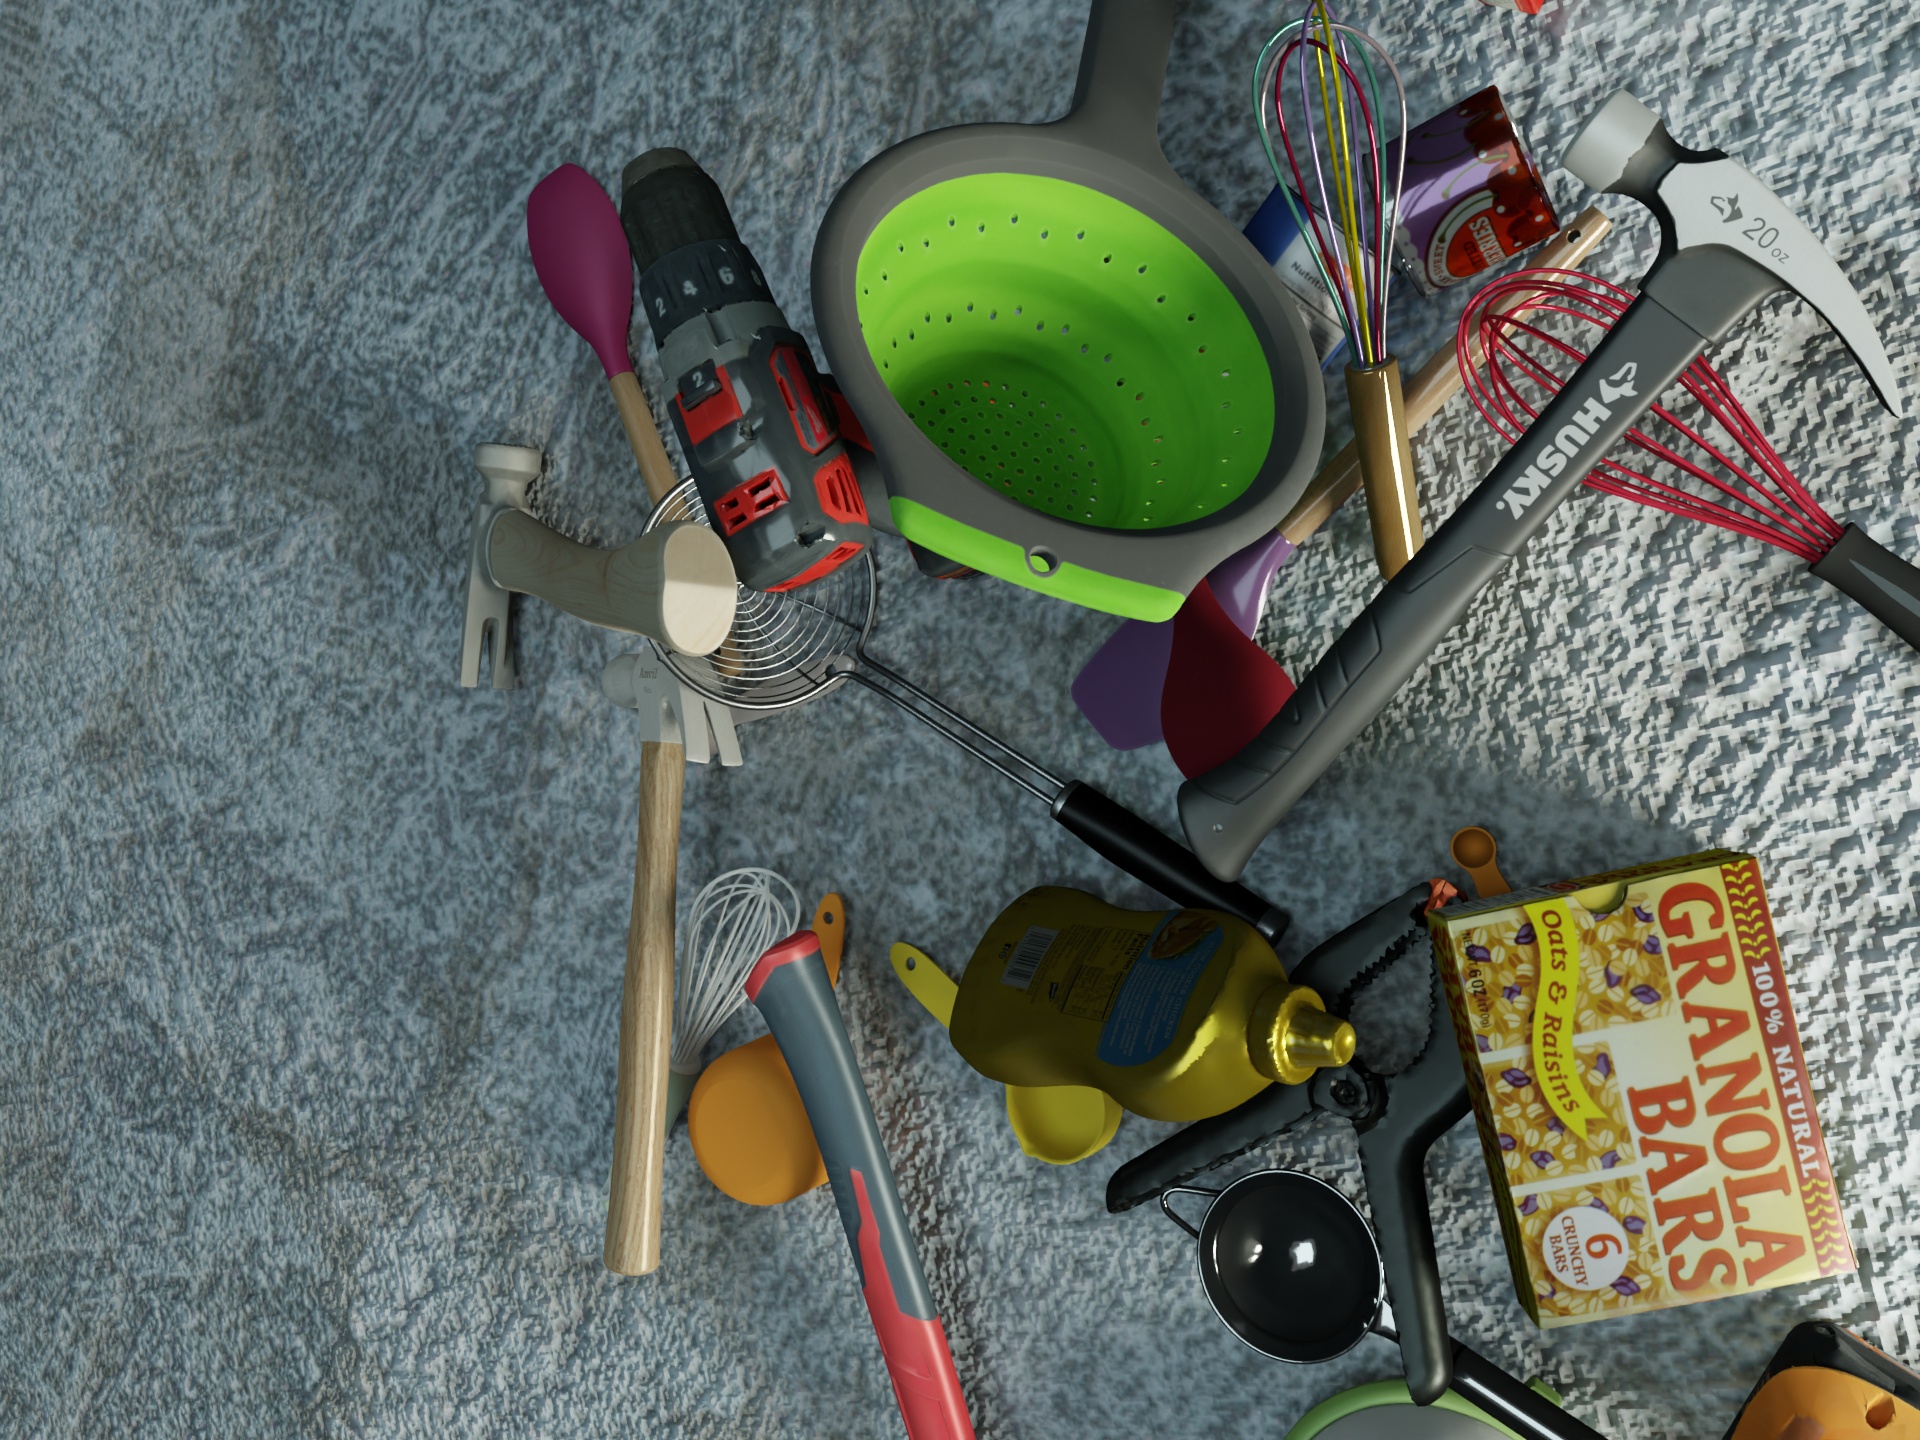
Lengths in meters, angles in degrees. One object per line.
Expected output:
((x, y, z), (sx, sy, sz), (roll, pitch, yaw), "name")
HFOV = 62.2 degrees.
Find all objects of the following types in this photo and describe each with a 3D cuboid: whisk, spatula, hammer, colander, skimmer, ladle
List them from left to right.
((-0.191, -0.062, 0.777), (0.411, 0.038, 0.146), (19, 104, 62), "hammer")
((-0.164, 0.126, 0.849), (0.130, 0.031, 0.331), (-1, 86, 57), "hammer")
((-0.153, 0.184, 0.894), (0.246, 0.059, 0.058), (-64, 22, 20), "whisk")
((-0.018, 0.290, 0.798), (0.143, 0.038, 0.386), (-15, 94, 28), "hammer")
((-0.001, -0.002, 0.770), (0.363, 0.090, 0.127), (33, 76, 21), "skimmer")
((0.045, -0.195, 0.666), (0.094, 0.204, 0.397), (126, 159, -57), "colander")
((0.095, -0.110, 0.736), (0.069, 0.031, 0.315), (-20, 77, 32), "ladle")
((0.165, -0.100, 0.713), (0.316, 0.018, 0.060), (-47, 69, 24), "spatula")
((0.161, -0.163, 0.640), (0.047, 0.051, 0.244), (42, 154, 58), "whisk")
((0.198, -0.057, 0.621), (0.146, 0.035, 0.334), (41, 118, 8), "hammer")
((0.317, -0.078, 0.613), (0.296, 0.073, 0.073), (40, 111, 14), "whisk")

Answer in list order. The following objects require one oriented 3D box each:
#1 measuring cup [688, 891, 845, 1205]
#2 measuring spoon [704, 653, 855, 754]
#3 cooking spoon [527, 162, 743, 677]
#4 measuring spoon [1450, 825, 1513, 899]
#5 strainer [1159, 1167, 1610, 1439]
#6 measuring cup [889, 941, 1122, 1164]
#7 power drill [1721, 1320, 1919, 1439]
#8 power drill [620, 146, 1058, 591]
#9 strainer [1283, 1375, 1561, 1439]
((-0.096, 0.177, 0.854), (0.095, 0.052, 0.173), (19, 104, 27), "measuring cup")
((-0.111, -0.011, 0.870), (0.124, 0.018, 0.034), (-21, 83, 27), "measuring spoon")
((-0.183, -0.172, 0.900), (0.069, 0.017, 0.319), (-27, 80, 28), "cooking spoon")
((0.245, 0.099, 0.689), (0.021, 0.011, 0.117), (-28, 83, 28), "measuring spoon")
((0.202, 0.272, 0.686), (0.259, 0.050, 0.087), (27, 101, 33), "strainer")
((0.021, 0.162, 0.811), (0.157, 0.029, 0.062), (39, 109, 34), "measuring cup")
((0.302, 0.289, 0.543), (0.185, 0.226, 0.084), (29, 106, 24), "power drill")
((-0.054, -0.148, 0.712), (0.080, 0.226, 0.188), (-26, 81, 27), "power drill")
((0.150, 0.378, 0.699), (0.256, 0.069, 0.151), (-10, 88, 18), "strainer")
